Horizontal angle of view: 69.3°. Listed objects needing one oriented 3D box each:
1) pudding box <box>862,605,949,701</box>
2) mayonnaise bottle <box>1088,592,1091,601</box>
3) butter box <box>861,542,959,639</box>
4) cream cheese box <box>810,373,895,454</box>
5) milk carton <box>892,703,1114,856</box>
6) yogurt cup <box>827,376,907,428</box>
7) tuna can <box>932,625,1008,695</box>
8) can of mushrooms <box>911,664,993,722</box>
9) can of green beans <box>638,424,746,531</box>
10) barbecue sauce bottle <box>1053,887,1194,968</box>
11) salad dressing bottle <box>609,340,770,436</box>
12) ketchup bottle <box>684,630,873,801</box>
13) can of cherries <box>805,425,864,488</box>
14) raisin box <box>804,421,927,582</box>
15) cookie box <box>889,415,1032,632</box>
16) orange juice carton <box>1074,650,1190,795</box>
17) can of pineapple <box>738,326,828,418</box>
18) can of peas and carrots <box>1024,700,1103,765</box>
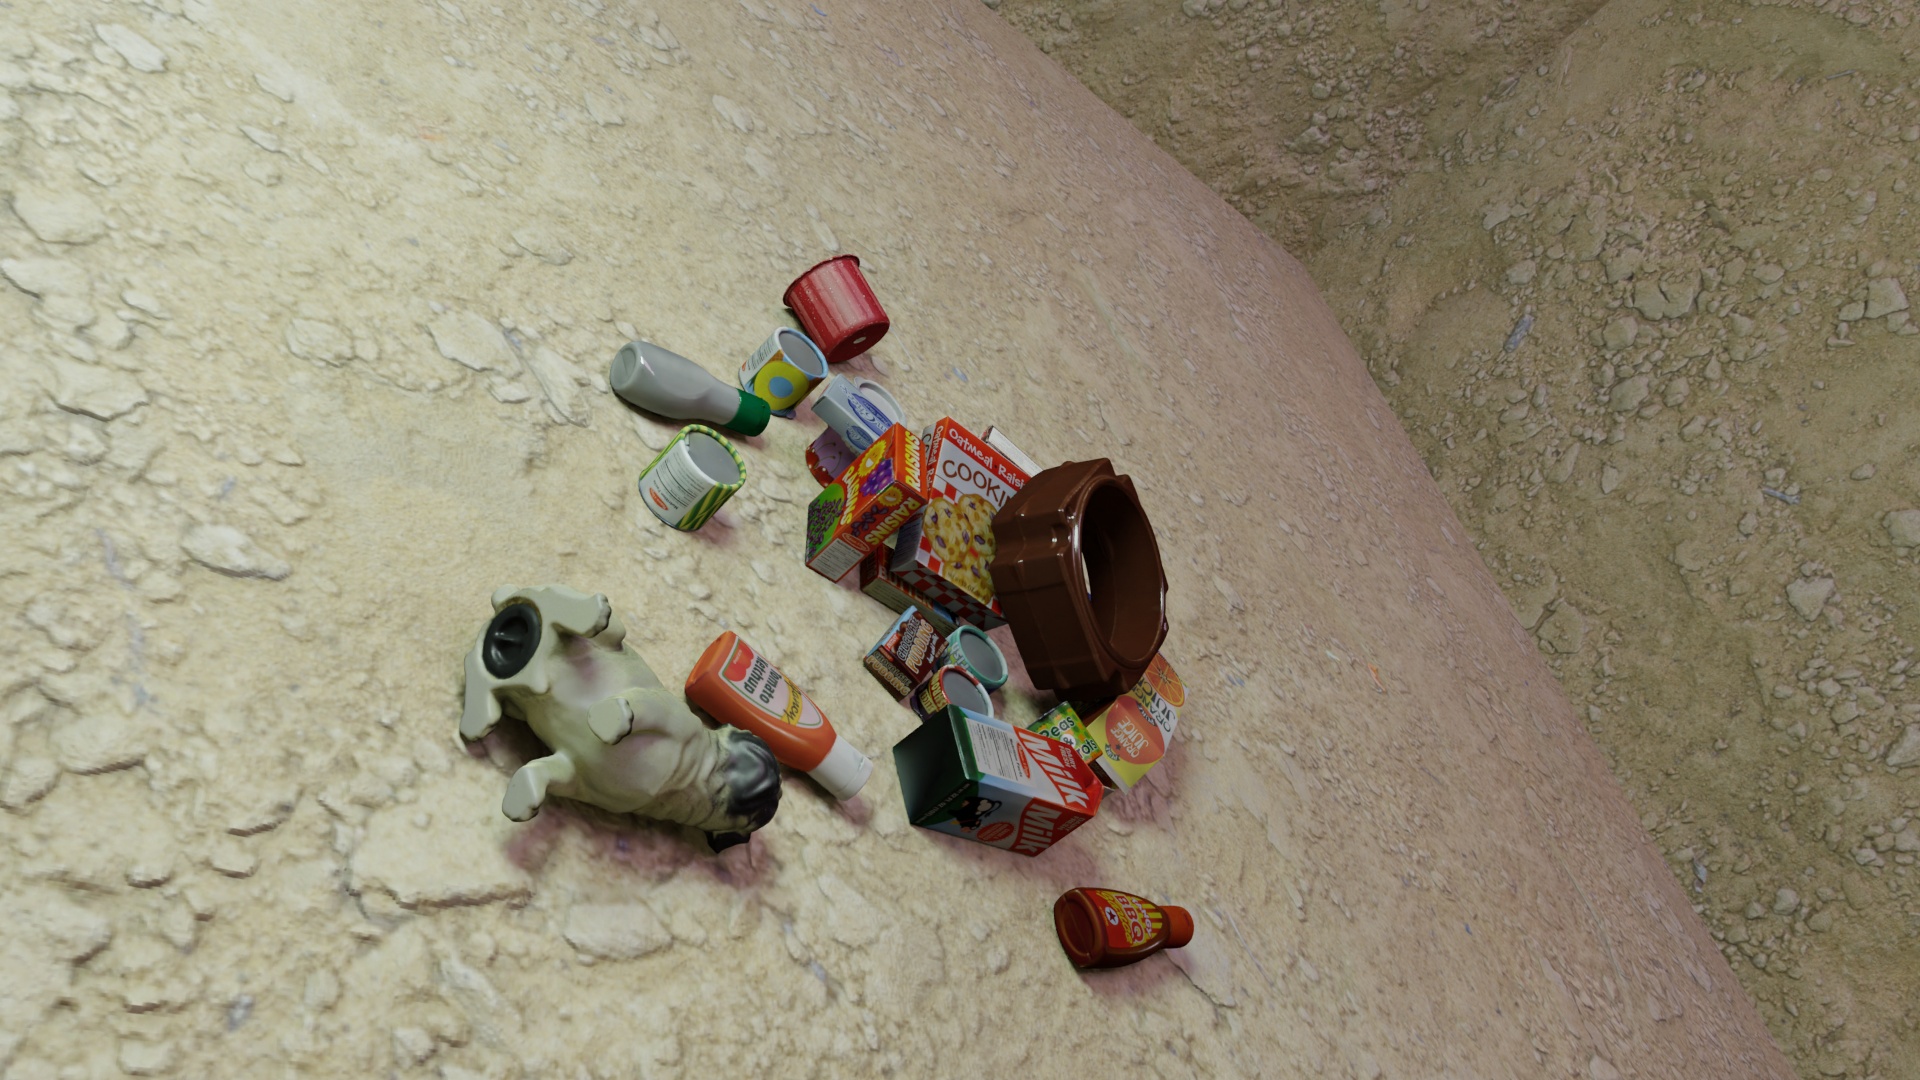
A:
[{"bbox_3d":[-0.047,0.097,1.202,0.049,0.030,0.084,46,27,-3],"label":"pudding box"},{"bbox_3d":[0.074,0.033,1.450,0.148,0.041,0.065,35,28,-24],"label":"mayonnaise bottle"},{"bbox_3d":[-0.045,0.046,1.277,0.103,0.024,0.053,33,31,-27],"label":"butter box"},{"bbox_3d":[-0.087,-0.104,1.281,0.103,0.024,0.054,42,29,-13],"label":"cream cheese box"},{"bbox_3d":[0.042,0.204,1.147,0.190,0.072,0.074,23,36,-38],"label":"milk carton"},{"bbox_3d":[-0.095,-0.118,1.384,0.072,0.053,0.073,36,30,-24],"label":"yogurt cup"},{"bbox_3d":[0.008,0.112,1.260,0.071,0.032,0.071,36,29,-24],"label":"tuna can"},{"bbox_3d":[-0.006,0.142,1.199,0.071,0.033,0.071,36,30,-25],"label":"can of mushrooms"},{"bbox_3d":[-0.214,-0.051,1.115,0.071,0.057,0.071,36,29,-24],"label":"can of green beans"},{"bbox_3d":[0.142,0.325,1.168,0.148,0.043,0.065,17,40,-47],"label":"barbecue sauce bottle"},{"bbox_3d":[-0.232,-0.128,1.208,0.147,0.044,0.064,20,37,-45],"label":"salad dressing bottle"},{"bbox_3d":[-0.130,0.133,1.017,0.148,0.043,0.065,42,27,-14],"label":"ketchup bottle"},{"bbox_3d":[-0.106,-0.085,1.320,0.071,0.058,0.072,35,31,-24],"label":"can of cherries"},{"bbox_3d":[-0.083,-0.034,1.215,0.040,0.123,0.086,35,30,-27],"label":"raisin box"},{"bbox_3d":[0.005,-0.016,1.302,0.123,0.040,0.168,35,50,-31],"label":"cookie box"},{"bbox_3d":[0.160,0.176,1.356,0.072,0.072,0.193,50,27,-3],"label":"orange juice carton"},{"bbox_3d":[-0.167,-0.161,1.328,0.071,0.057,0.071,36,29,-24],"label":"can of pineapple"},{"bbox_3d":[0.086,0.185,1.239,0.059,0.070,0.071,55,27,10],"label":"can of peas and carrots"}]
